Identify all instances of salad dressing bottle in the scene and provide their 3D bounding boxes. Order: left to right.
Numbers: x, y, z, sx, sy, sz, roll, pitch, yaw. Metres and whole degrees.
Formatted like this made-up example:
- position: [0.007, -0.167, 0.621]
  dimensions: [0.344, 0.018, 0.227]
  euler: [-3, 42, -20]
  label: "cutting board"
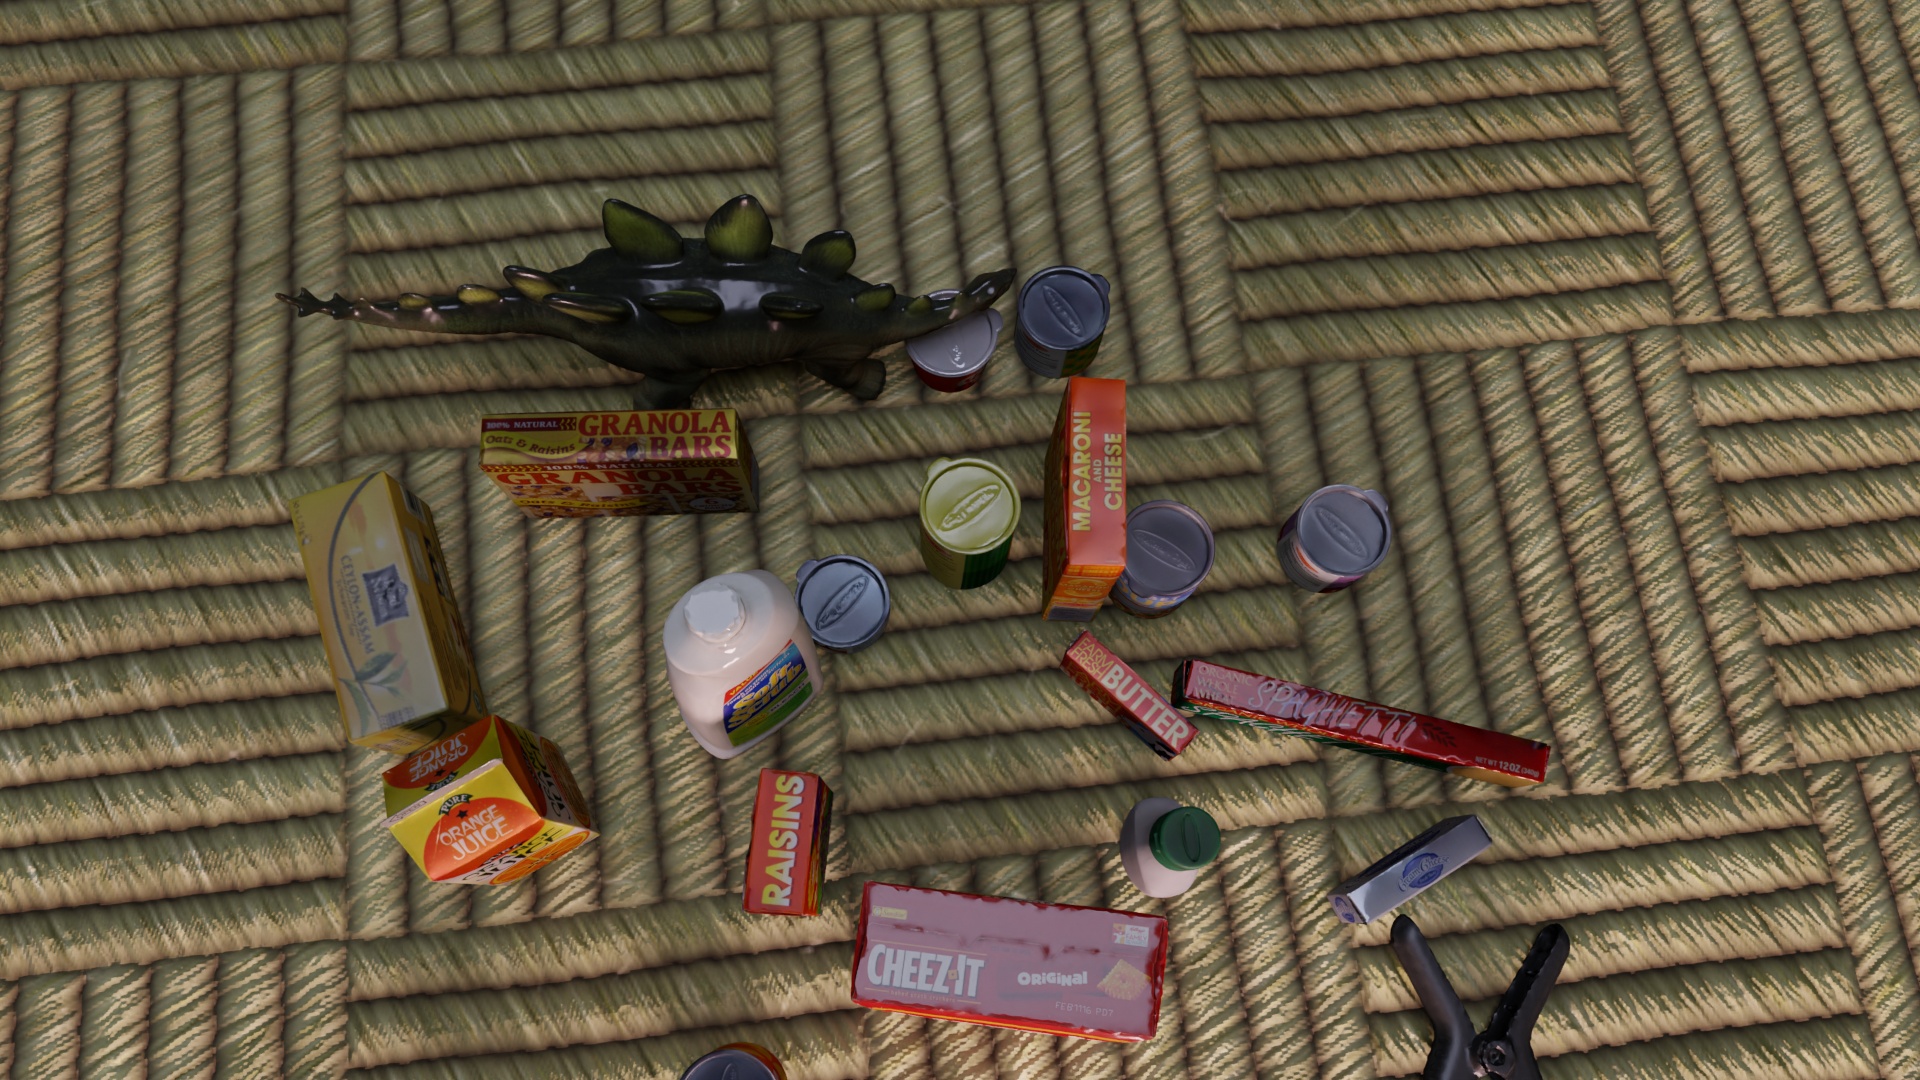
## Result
- position: [0.132, 0.192, 0.876]
  dimensions: [0.044, 0.147, 0.064]
  euler: [-6, 75, -3]
  label: "salad dressing bottle"

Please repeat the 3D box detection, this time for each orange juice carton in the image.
- position: [-0.287, 0.161, 0.850]
  dimensions: [0.072, 0.192, 0.073]
  euler: [-28, 78, -9]
  label: "orange juice carton"

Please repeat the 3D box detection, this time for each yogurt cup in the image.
- position: [-0.008, -0.142, 1.014]
  dimensions: [0.072, 0.053, 0.072]
  euler: [0, 75, -1]
  label: "yogurt cup"

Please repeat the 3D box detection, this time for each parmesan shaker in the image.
- position: [0.003, -0.012, 0.952]
  dimensions: [0.071, 0.103, 0.071]
  euler: [0, 75, -1]
  label: "parmesan shaker"

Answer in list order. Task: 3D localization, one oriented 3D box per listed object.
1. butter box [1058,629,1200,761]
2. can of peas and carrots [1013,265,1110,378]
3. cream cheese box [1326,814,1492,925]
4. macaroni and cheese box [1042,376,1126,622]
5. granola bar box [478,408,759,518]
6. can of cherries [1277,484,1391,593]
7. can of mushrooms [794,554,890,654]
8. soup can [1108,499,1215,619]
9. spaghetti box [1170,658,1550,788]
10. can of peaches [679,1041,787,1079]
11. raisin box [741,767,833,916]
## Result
- position: [0.113, 0.107, 0.948]
  dimensions: [0.103, 0.053, 0.024]
  euler: [42, 78, 9]
  label: "butter box"
- position: [0.075, -0.161, 1.019]
  dimensions: [0.071, 0.058, 0.071]
  euler: [0, 75, -1]
  label: "can of peas and carrots"
- position: [0.297, 0.219, 0.922]
  dimensions: [0.104, 0.053, 0.024]
  euler: [-29, 78, -9]
  label: "cream cheese box"
- position: [0.080, -0.022, 0.924]
  dimensions: [0.040, 0.166, 0.124]
  euler: [2, 75, -1]
  label: "macaroni and cheese box"
- position: [-0.226, -0.051, 0.946]
  dimensions: [0.166, 0.124, 0.039]
  euler: [-2, 75, -2]
  label: "granola bar box"
- position: [0.265, -0.001, 0.980]
  dimensions: [0.071, 0.058, 0.071]
  euler: [0, 75, -1]
  label: "can of cherries"
- position: [-0.084, 0.044, 0.970]
  dimensions: [0.071, 0.033, 0.071]
  euler: [0, 75, -1]
  label: "can of mushrooms"
- position: [0.133, 0.017, 0.958]
  dimensions: [0.071, 0.083, 0.071]
  euler: [0, 75, -1]
  label: "soup can"
- position: [0.269, 0.125, 0.949]
  dimensions: [0.250, 0.050, 0.029]
  euler: [13, 75, 2]
  label: "spaghetti box"
- position: [-0.140, 0.351, 0.870]
  dimensions: [0.071, 0.058, 0.071]
  euler: [0, 75, -1]
  label: "can of peaches"
- position: [-0.108, 0.194, 0.881]
  dimensions: [0.040, 0.123, 0.086]
  euler: [6, 75, 0]
  label: "raisin box"
